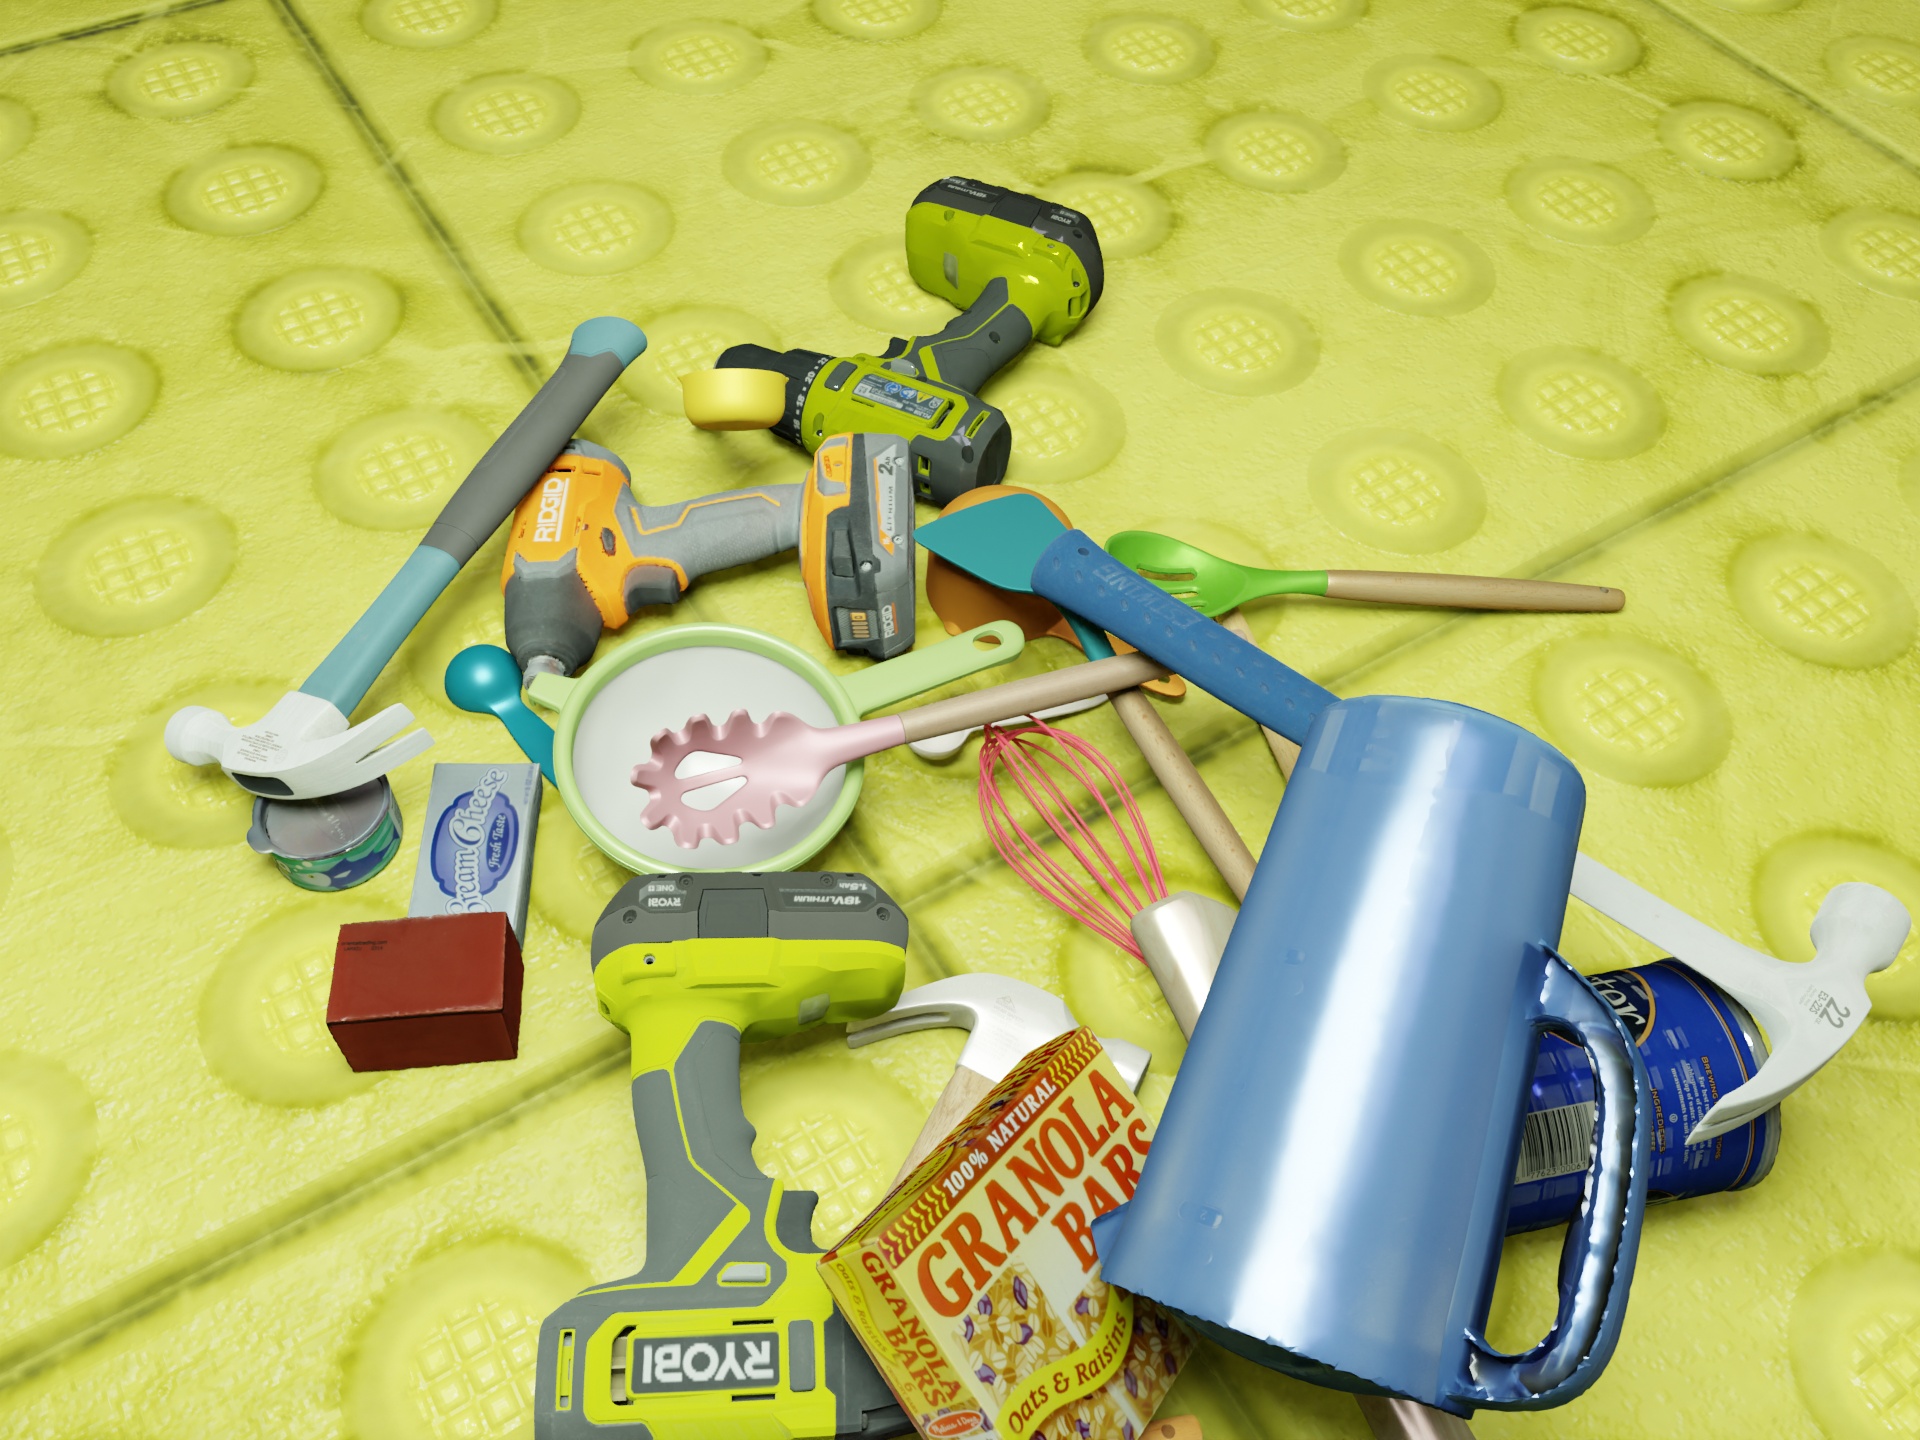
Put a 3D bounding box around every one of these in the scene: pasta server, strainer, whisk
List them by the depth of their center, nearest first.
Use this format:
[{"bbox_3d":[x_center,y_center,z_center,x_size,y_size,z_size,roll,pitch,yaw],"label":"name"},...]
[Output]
[{"bbox_3d":[0.097,0.108,0.760,0.073,0.073,0.296,-27,64,-21],"label":"whisk"},{"bbox_3d":[-0.001,-0.002,0.763,0.316,0.040,0.060,-14,92,-15],"label":"pasta server"},{"bbox_3d":[-0.081,0.011,0.818,0.256,0.069,0.152,-22,63,-24],"label":"strainer"}]

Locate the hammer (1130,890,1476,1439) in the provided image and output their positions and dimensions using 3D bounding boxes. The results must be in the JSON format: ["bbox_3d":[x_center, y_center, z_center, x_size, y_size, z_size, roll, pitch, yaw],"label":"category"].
[{"bbox_3d":[0.160,0.257,0.630,0.146,0.038,0.411,-18,64,-14],"label":"hammer"}]

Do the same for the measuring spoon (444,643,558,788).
[{"bbox_3d":[-0.232,-0.001,0.845,0.042,0.021,0.129,-35,61,-25],"label":"measuring spoon"}]

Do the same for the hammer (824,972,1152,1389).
[{"bbox_3d":[-0.045,0.245,0.665,0.130,0.031,0.331,25,56,15],"label":"hammer"}]

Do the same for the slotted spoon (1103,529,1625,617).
[{"bbox_3d":[0.232,-0.075,0.907,0.313,0.031,0.070,2,45,-9],"label":"slotted spoon"}]

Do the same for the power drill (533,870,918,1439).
[{"bbox_3d":[-0.077,0.178,0.648,0.171,0.080,0.223,0,57,-8],"label":"power drill"}]

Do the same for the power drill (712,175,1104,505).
[{"bbox_3d":[-0.027,-0.243,1.004,0.191,0.080,0.229,23,58,17],"label":"power drill"}]

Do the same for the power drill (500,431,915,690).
[{"bbox_3d":[-0.140,-0.084,0.879,0.226,0.084,0.164,-2,54,1],"label":"power drill"}]

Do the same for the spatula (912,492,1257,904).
[{"bbox_3d":[0.091,0.005,0.818,0.082,0.044,0.318,-23,74,-30],"label":"spatula"}]

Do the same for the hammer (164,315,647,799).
[{"bbox_3d":[-0.270,-0.096,0.843,0.128,0.033,0.331,15,60,26],"label":"hammer"}]

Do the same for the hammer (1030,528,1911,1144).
[{"bbox_3d":[0.198,0.027,0.713,0.406,0.035,0.144,34,57,23],"label":"hammer"}]

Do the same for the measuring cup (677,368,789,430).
[{"bbox_3d":[-0.139,-0.175,0.925,0.062,0.156,0.029,-2,90,-17],"label":"measuring cup"}]

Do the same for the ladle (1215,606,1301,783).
[{"bbox_3d":[0.185,0.041,0.832,0.069,0.031,0.316,-5,51,-16],"label":"ladle"}]

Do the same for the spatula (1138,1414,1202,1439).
[{"bbox_3d":[-0.062,0.301,0.589,0.322,0.041,0.081,-6,46,-16],"label":"spatula"}]

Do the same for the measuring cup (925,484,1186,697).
[{"bbox_3d":[0.057,-0.072,0.892,0.174,0.052,0.095,33,59,23],"label":"measuring cup"}]

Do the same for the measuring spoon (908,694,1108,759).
[{"bbox_3d":[0.027,0.000,0.865,0.124,0.018,0.034,-13,50,-20],"label":"measuring spoon"}]
